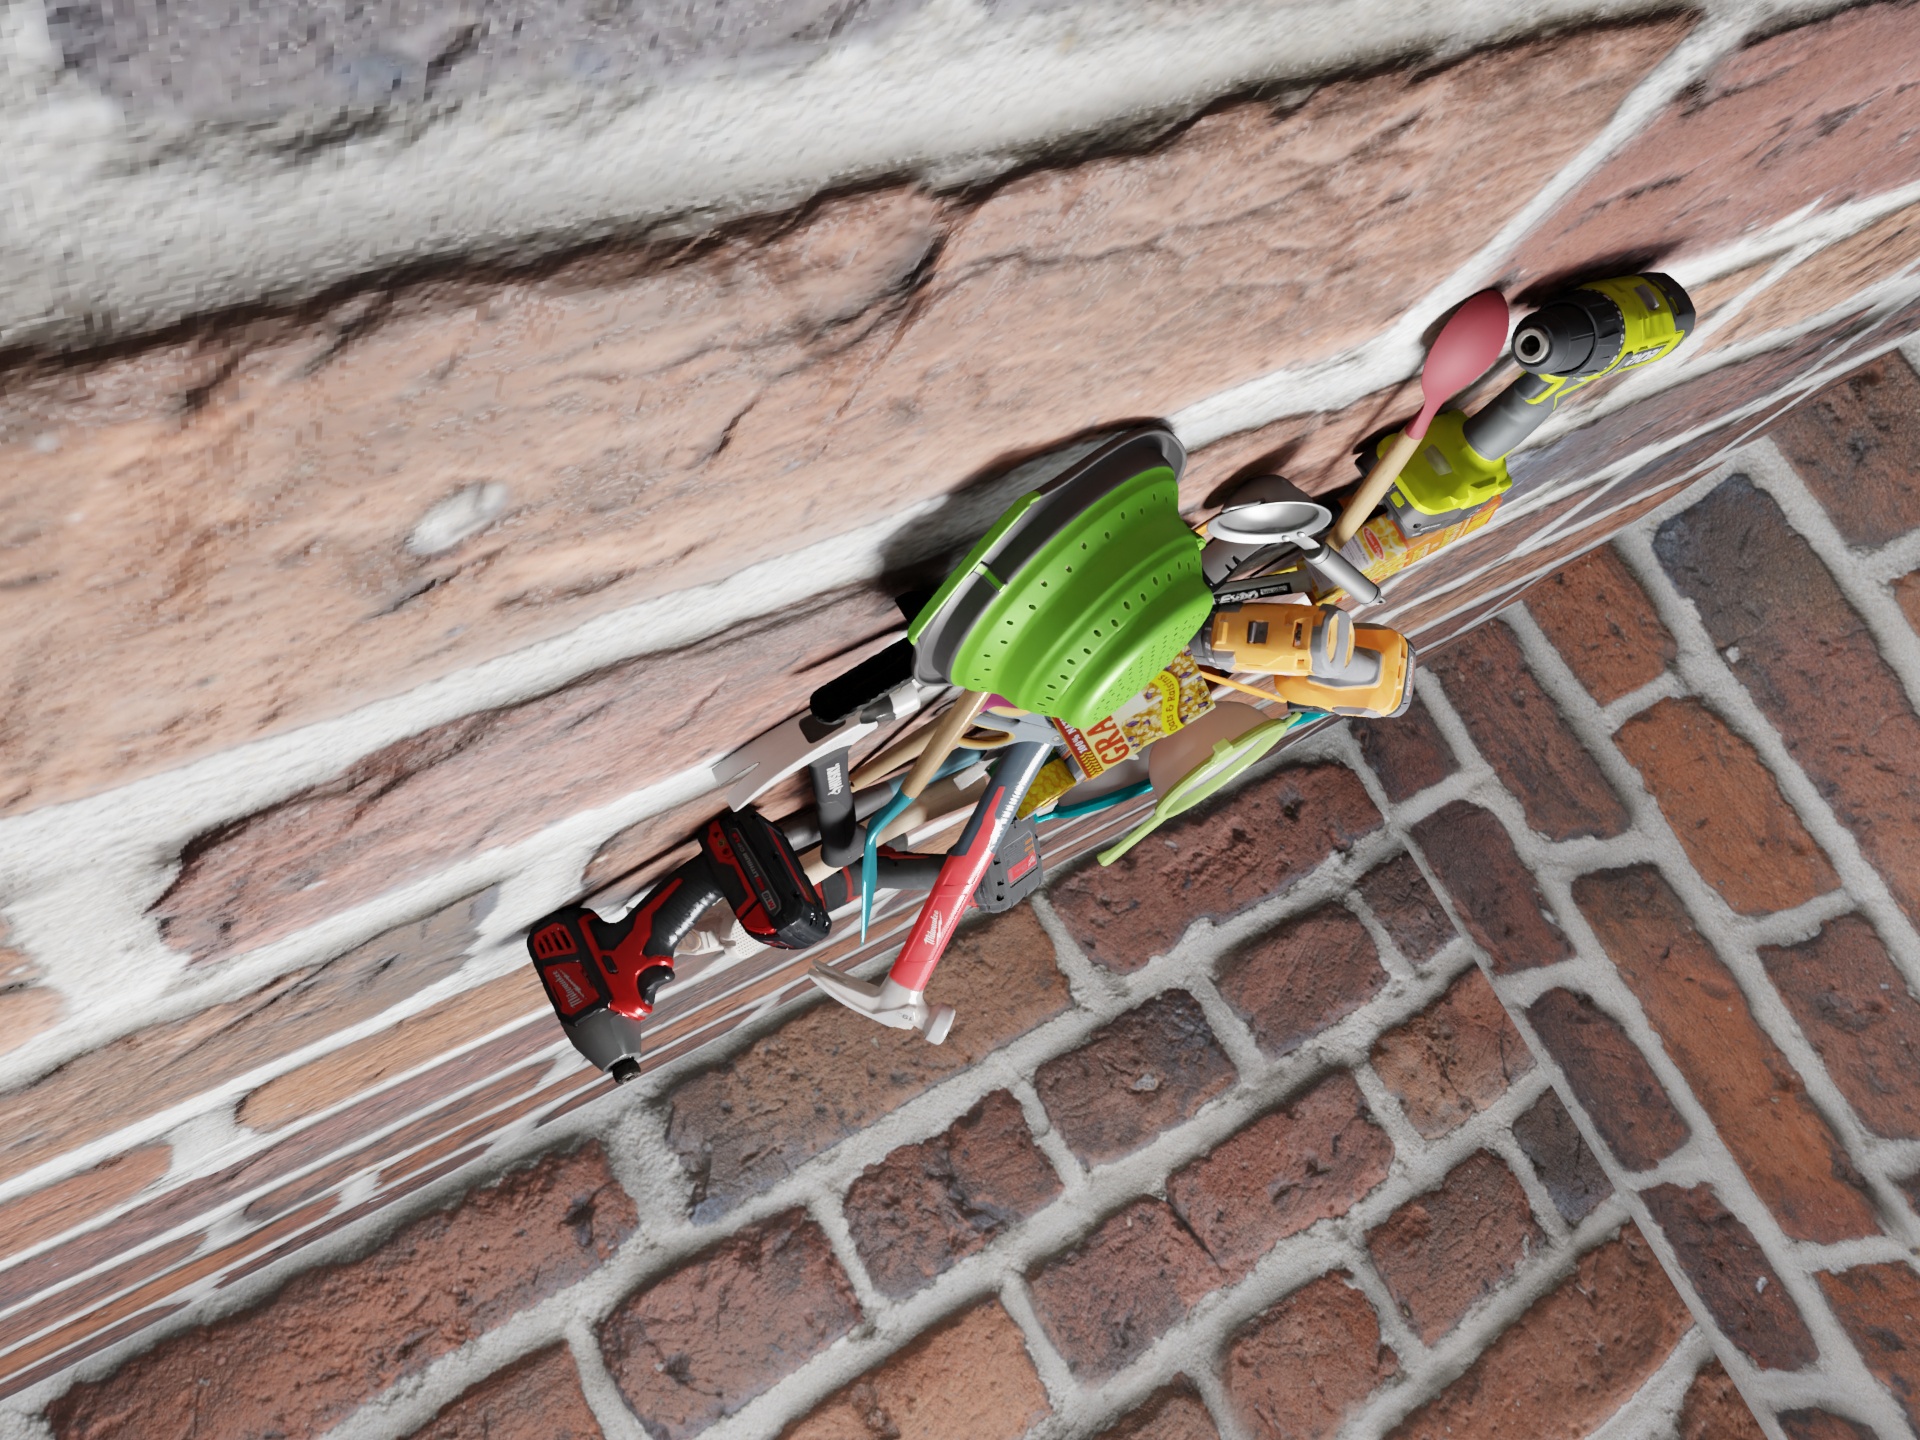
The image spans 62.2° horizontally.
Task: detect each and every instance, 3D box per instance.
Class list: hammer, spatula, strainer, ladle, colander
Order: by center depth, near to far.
[{"bbox_3d":[0.110,-0.074,0.985,0.204,0.094,0.397,-48,167,23],"label":"colander"},{"bbox_3d":[0.308,-0.190,1.120,0.069,0.031,0.315,-28,164,-18],"label":"ladle"},{"bbox_3d":[0.256,-0.129,1.168,0.087,0.050,0.258,-10,158,35],"label":"strainer"},{"bbox_3d":[-0.017,0.040,1.207,0.317,0.044,0.082,-55,-167,31],"label":"spatula"},{"bbox_3d":[-0.102,0.059,1.217,0.146,0.035,0.334,-27,164,-11],"label":"hammer"},{"bbox_3d":[0.333,-0.181,1.322,0.337,0.034,0.127,-21,168,-38],"label":"hammer"},{"bbox_3d":[-0.077,0.068,1.418,0.331,0.033,0.128,-24,167,-26],"label":"hammer"},{"bbox_3d":[-0.002,0.112,1.426,0.038,0.143,0.386,-72,-173,-69],"label":"hammer"},{"bbox_3d":[-0.118,0.120,1.472,0.146,0.038,0.410,-1,-164,38],"label":"hammer"},{"bbox_3d":[0.202,0.053,1.542,0.151,0.069,0.256,-19,160,-48],"label":"strainer"},{"bbox_3d":[0.226,0.004,1.656,0.340,0.095,0.211,-23,-179,40],"label":"strainer"}]

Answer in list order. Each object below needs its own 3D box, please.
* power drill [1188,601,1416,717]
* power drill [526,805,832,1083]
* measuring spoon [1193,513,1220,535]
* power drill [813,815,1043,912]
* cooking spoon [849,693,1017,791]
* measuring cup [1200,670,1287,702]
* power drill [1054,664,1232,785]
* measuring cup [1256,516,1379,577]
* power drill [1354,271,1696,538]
[{"bbox_3d":[0.282,-0.059,1.401,0.185,0.084,0.226,5,175,37],"label":"power drill"},{"bbox_3d":[-0.220,0.176,1.240,0.219,0.143,0.078,-32,159,2],"label":"power drill"},{"bbox_3d":[0.186,-0.141,1.178,0.117,0.011,0.021,-33,169,19],"label":"measuring spoon"},{"bbox_3d":[-0.034,0.139,1.598,0.227,0.080,0.188,-6,-172,25],"label":"power drill"},{"bbox_3d":[-0.002,-0.004,1.241,0.319,0.068,0.017,-32,-172,46],"label":"cooking spoon"},{"bbox_3d":[0.193,-0.019,1.380,0.095,0.173,0.052,74,32,-85],"label":"measuring cup"},{"bbox_3d":[0.178,-0.031,1.508,0.226,0.084,0.164,-30,170,-23],"label":"power drill"},{"bbox_3d":[0.320,-0.158,1.453,0.156,0.029,0.062,-20,173,17],"label":"measuring cup"},{"bbox_3d":[0.398,-0.230,1.152,0.190,0.080,0.228,-21,164,-40],"label":"power drill"}]
